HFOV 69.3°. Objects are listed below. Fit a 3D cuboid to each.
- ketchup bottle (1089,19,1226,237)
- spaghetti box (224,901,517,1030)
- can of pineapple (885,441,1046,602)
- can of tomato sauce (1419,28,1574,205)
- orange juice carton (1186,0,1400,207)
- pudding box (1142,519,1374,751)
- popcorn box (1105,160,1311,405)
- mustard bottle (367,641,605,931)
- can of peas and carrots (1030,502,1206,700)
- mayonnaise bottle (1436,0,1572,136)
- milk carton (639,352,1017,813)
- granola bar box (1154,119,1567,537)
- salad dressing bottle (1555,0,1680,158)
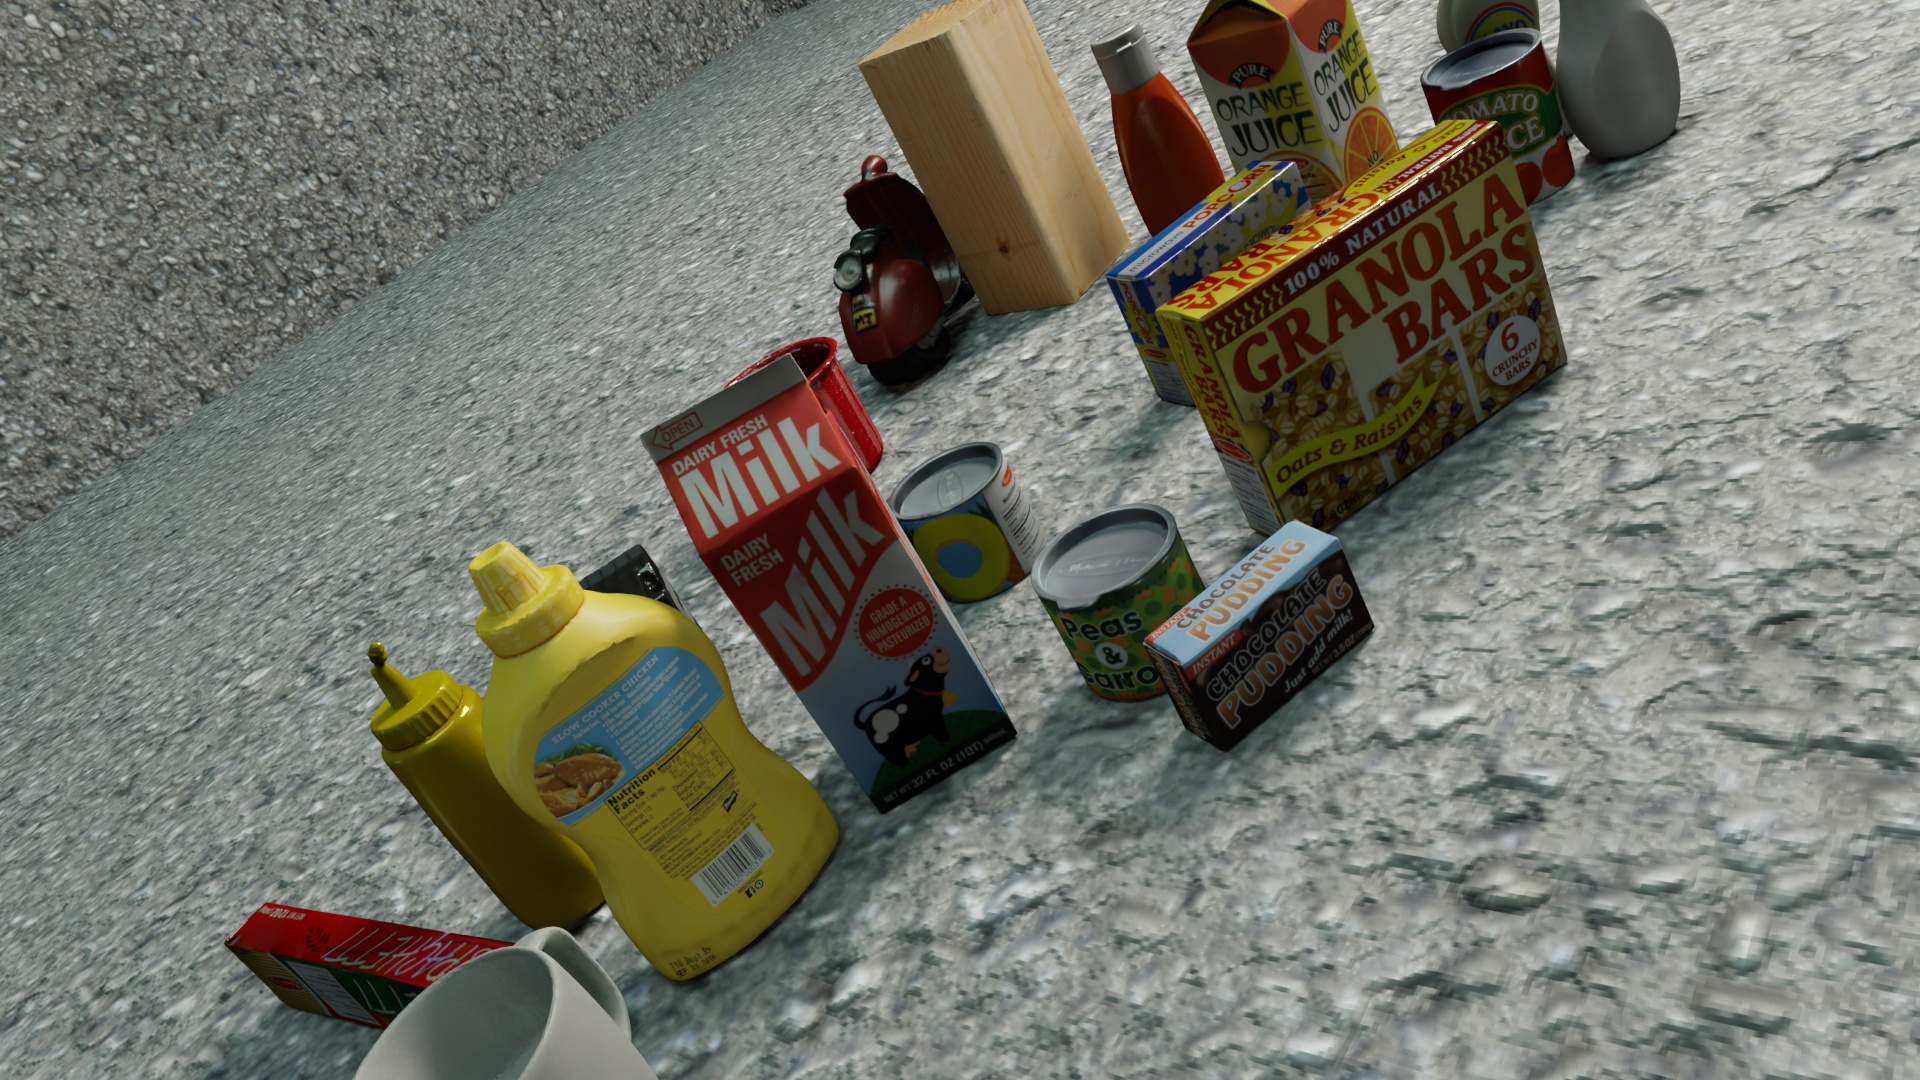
[{"bbox_3d":[0.136,-0.287,0.973,0.064,0.148,0.044,-26,27,7],"label":"ketchup bottle"},{"bbox_3d":[-0.244,0.196,0.616,0.249,0.050,0.029,-6,35,38],"label":"spaghetti box"},{"bbox_3d":[0.003,-0.009,0.724,0.071,0.057,0.071,-23,28,13],"label":"can of pineapple"},{"bbox_3d":[0.309,-0.239,0.797,0.071,0.082,0.071,-23,28,13],"label":"can of tomato sauce"},{"bbox_3d":[0.200,-0.272,0.838,0.073,0.192,0.072,3,41,46],"label":"orange juice carton"},{"bbox_3d":[0.117,0.036,0.546,0.084,0.049,0.030,-37,28,-14],"label":"pudding box"},{"bbox_3d":[0.151,-0.147,0.789,0.127,0.085,0.038,-39,28,-19],"label":"popcorn box"},{"bbox_3d":[-0.218,0.107,0.624,0.049,0.159,0.065,-35,27,-12],"label":"mustard bottle"},{"bbox_3d":[0.071,0.028,0.594,0.071,0.058,0.071,-23,28,13],"label":"can of peas and carrots"},{"bbox_3d":[0.316,-0.300,0.825,0.064,0.147,0.041,-23,28,13],"label":"mayonnaise bottle"},{"bbox_3d":[-0.055,0.015,0.591,0.072,0.190,0.074,-30,27,-1],"label":"milk carton"},{"bbox_3d":[0.183,-0.091,0.619,0.166,0.123,0.039,-34,27,-9],"label":"granola bar box"},{"bbox_3d":[0.354,-0.287,0.765,0.064,0.147,0.044,-31,27,-3],"label":"salad dressing bottle"}]
